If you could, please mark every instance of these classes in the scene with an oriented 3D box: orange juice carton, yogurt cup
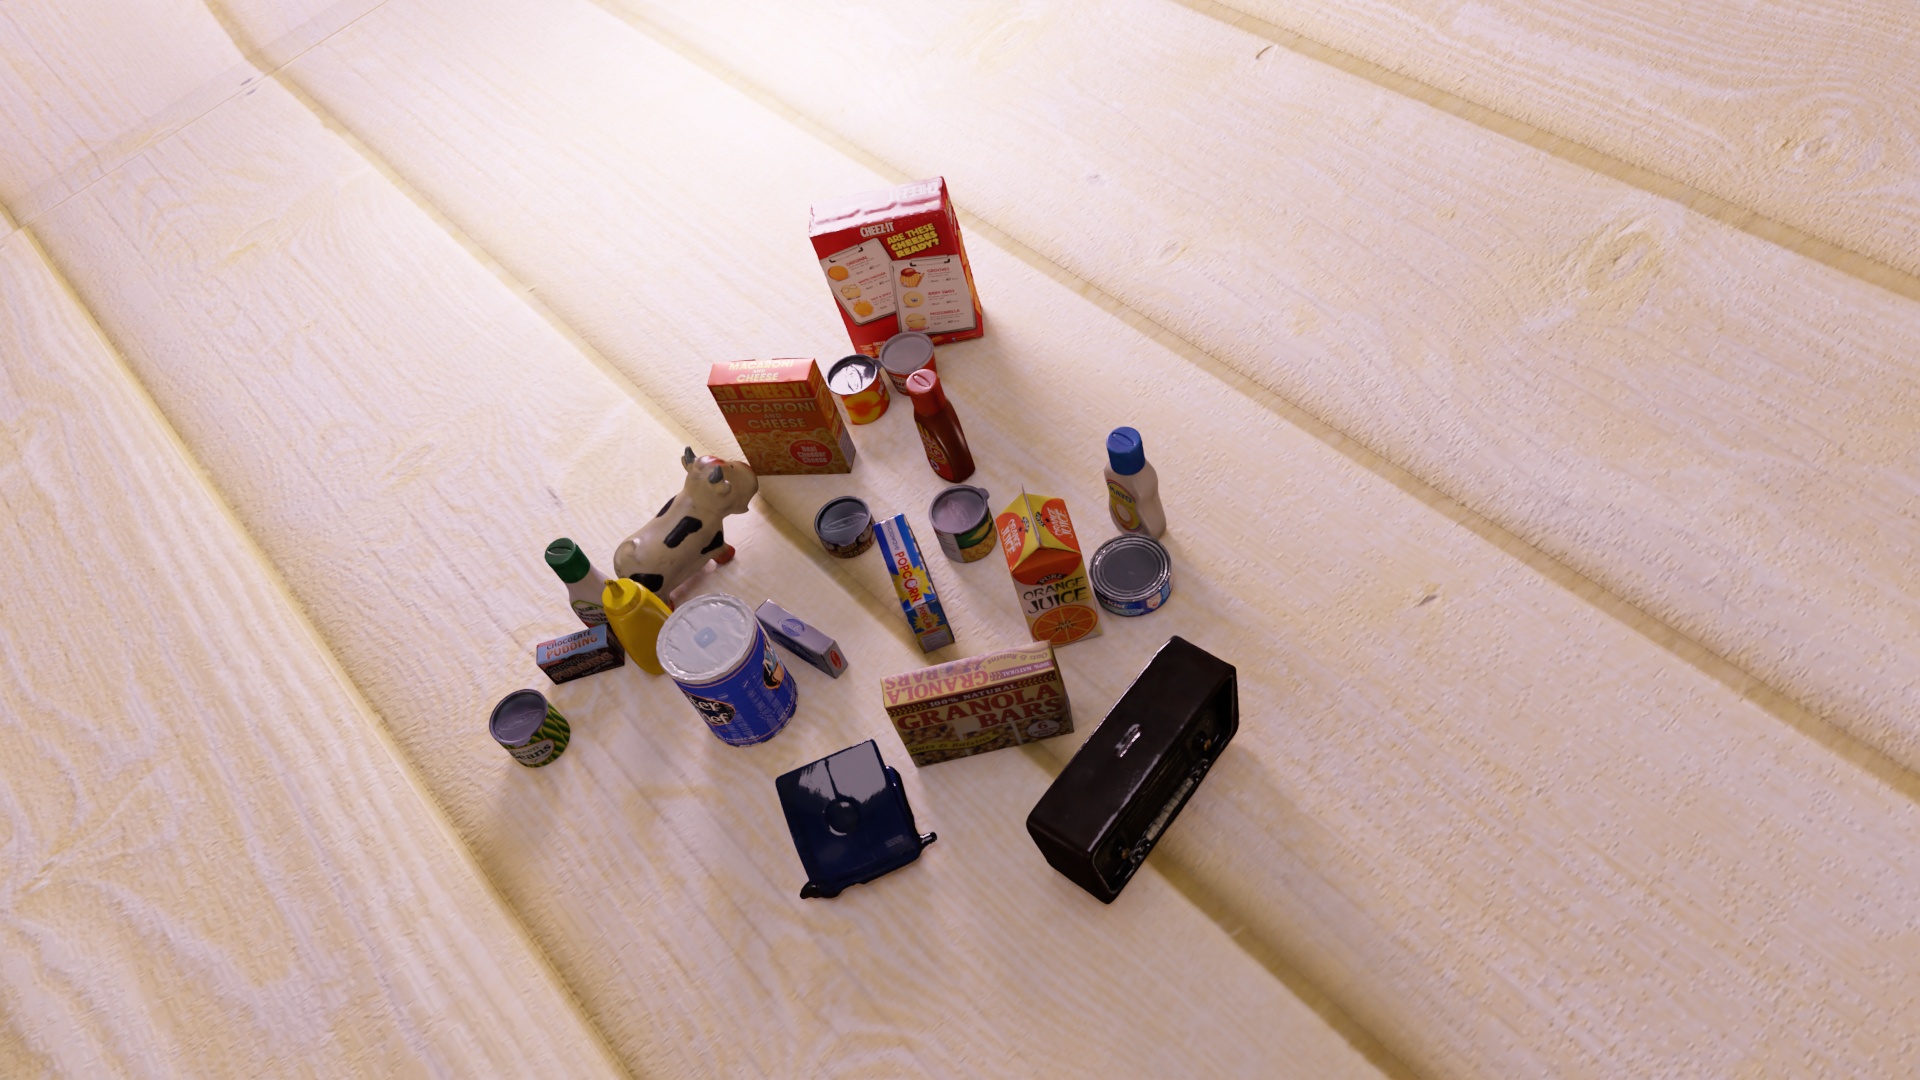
[{"bbox_3d":[0.086,0.026,1.380,0.073,0.191,0.072,-16,52,3],"label":"orange juice carton"},{"bbox_3d":[-0.060,-0.212,1.686,0.072,0.053,0.073,-7,53,10],"label":"yogurt cup"}]

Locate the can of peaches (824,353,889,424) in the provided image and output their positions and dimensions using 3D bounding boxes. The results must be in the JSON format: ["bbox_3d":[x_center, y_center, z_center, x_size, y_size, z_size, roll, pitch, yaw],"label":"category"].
[{"bbox_3d":[-0.121,-0.183,1.678,0.071,0.057,0.071,-7,53,10],"label":"can of peaches"}]

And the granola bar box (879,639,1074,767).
[{"bbox_3d":[0.019,0.160,1.342,0.165,0.123,0.039,-14,52,5],"label":"granola bar box"}]

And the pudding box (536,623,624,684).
[{"bbox_3d":[-0.419,0.126,1.533,0.084,0.049,0.030,-16,52,3],"label":"pudding box"}]

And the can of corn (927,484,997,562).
[{"bbox_3d":[0.005,-0.019,1.521,0.071,0.058,0.071,-7,53,10],"label":"can of corn"}]

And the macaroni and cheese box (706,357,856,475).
[{"bbox_3d":[-0.204,-0.141,1.600,0.124,0.165,0.040,-1,54,15],"label":"macaroni and cheese box"}]

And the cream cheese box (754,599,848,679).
[{"bbox_3d":[-0.170,0.105,1.479,0.104,0.053,0.024,28,66,30],"label":"cream cheese box"}]

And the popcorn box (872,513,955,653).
[{"bbox_3d":[-0.050,0.045,1.471,0.038,0.085,0.127,-22,52,-1],"label":"popcorn box"}]

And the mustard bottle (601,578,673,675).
[{"bbox_3d":[-0.341,0.082,1.475,0.065,0.159,0.049,-35,53,-11],"label":"mustard bottle"}]

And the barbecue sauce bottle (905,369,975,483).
[{"bbox_3d":[-0.025,-0.130,1.555,0.044,0.148,0.065,-39,54,-14],"label":"barbecue sauce bottle"}]

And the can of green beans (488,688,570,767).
[{"bbox_3d":[-0.459,0.201,1.483,0.071,0.057,0.071,-7,53,10],"label":"can of green beans"}]

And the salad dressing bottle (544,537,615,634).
[{"bbox_3d":[-0.408,0.052,1.523,0.064,0.147,0.044,2,55,17],"label":"salad dressing bottle"}]

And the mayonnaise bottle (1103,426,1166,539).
[{"bbox_3d":[0.178,-0.059,1.447,0.041,0.147,0.065,-43,55,-17],"label":"mayonnaise bottle"}]

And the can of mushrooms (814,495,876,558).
[{"bbox_3d":[-0.129,-0.013,1.569,0.071,0.033,0.071,-7,53,10],"label":"can of mushrooms"}]
